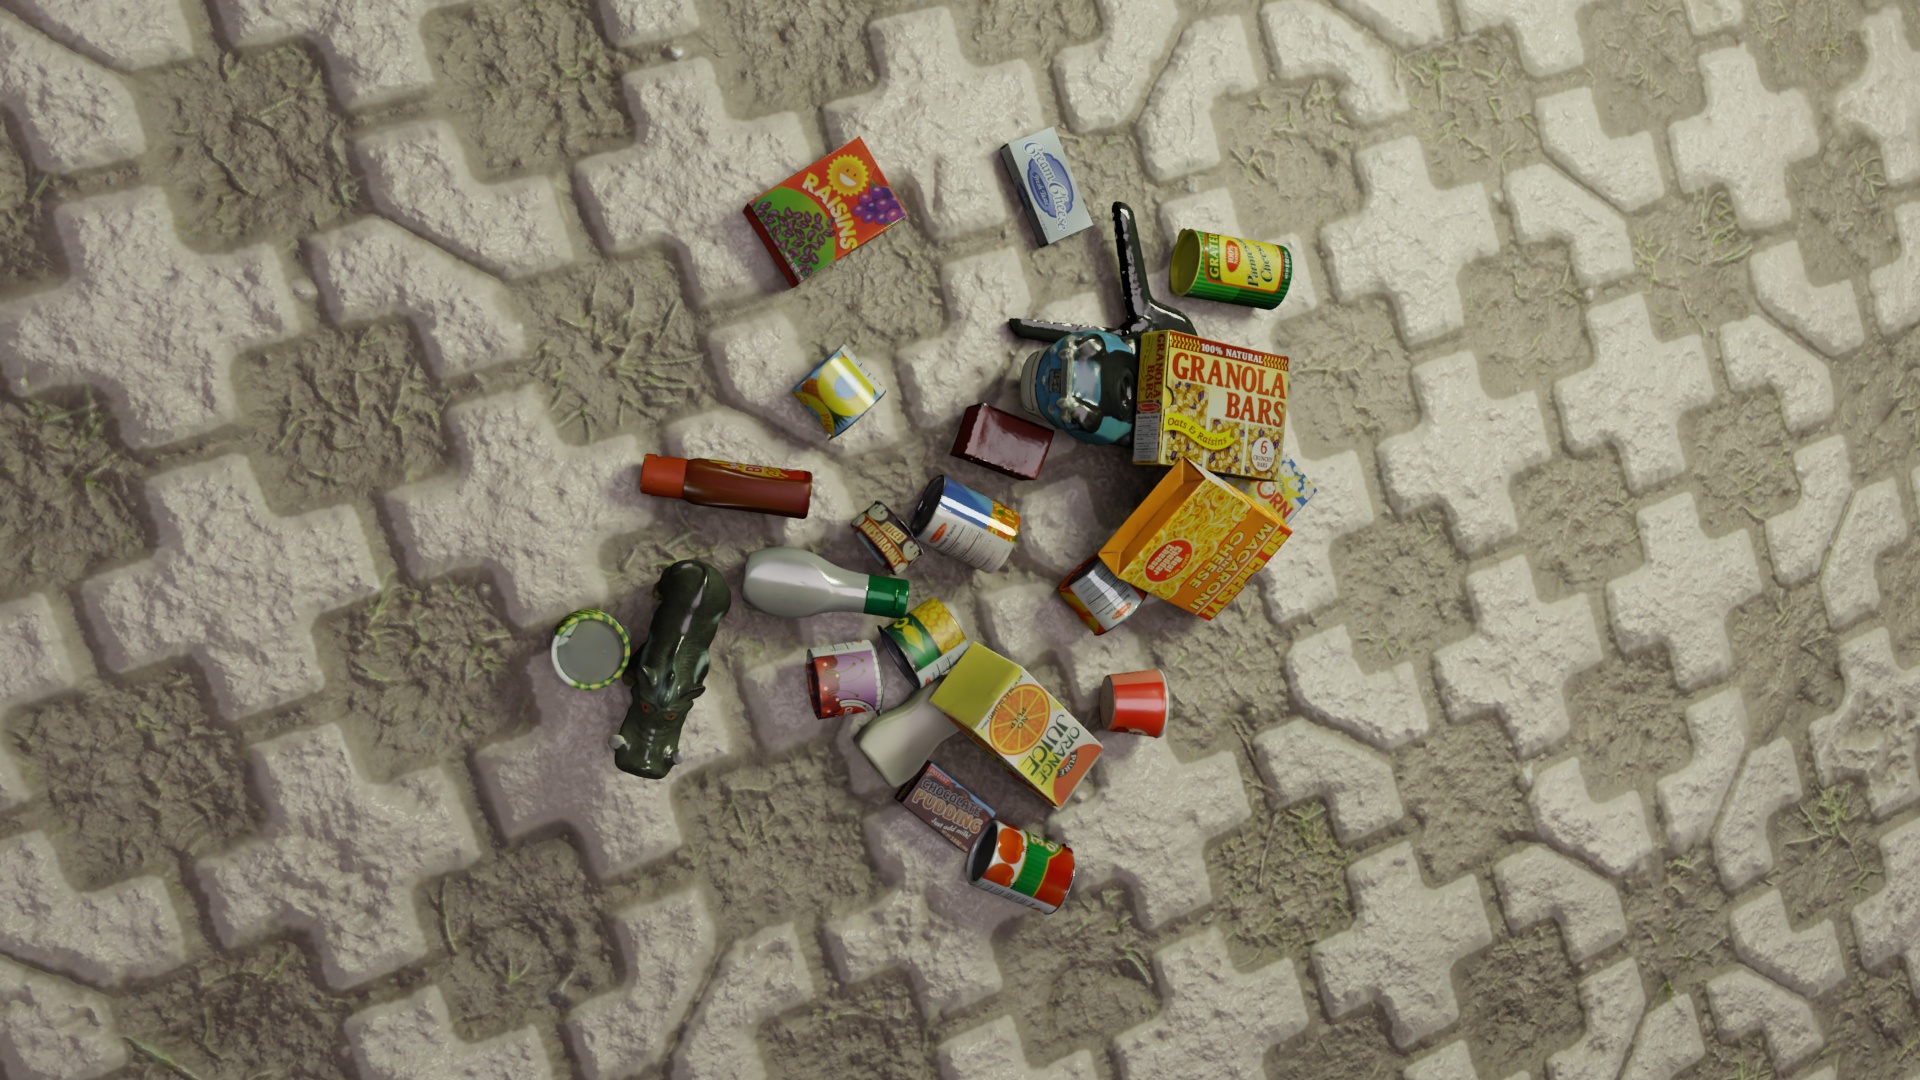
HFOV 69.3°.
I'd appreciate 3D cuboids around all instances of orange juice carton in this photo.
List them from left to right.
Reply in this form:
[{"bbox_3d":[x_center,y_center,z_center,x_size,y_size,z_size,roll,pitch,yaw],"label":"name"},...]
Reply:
[{"bbox_3d":[0.064,0.182,1.297,0.072,0.073,0.192,-52,128,-11],"label":"orange juice carton"}]

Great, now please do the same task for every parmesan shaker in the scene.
[{"bbox_3d":[0.268,-0.271,1.379,0.103,0.071,0.071,5,89,-17],"label":"parmesan shaker"}]

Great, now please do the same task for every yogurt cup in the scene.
[{"bbox_3d":[0.168,0.158,1.352,0.054,0.072,0.072,2,90,-9],"label":"yogurt cup"}]

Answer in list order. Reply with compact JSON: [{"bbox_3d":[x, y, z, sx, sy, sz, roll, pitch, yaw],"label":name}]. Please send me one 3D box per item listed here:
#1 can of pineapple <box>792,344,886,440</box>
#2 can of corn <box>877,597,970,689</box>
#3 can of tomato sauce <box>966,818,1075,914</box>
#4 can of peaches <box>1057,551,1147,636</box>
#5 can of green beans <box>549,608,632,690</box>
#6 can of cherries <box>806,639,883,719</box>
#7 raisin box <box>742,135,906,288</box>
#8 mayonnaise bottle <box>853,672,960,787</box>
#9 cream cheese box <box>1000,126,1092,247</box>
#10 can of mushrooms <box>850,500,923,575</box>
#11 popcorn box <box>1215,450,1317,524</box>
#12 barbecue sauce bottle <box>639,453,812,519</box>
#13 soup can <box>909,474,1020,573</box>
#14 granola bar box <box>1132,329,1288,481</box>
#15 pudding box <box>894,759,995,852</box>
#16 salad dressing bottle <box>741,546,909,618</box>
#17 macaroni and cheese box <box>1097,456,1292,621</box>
[{"bbox_3d":[-0.112,-0.135,1.262,0.071,0.071,0.058,-44,102,-12],"label":"can of pineapple"},{"bbox_3d":[-0.034,0.093,1.288,0.058,0.071,0.071,-33,100,-15],"label":"can of corn"},{"bbox_3d":[0.057,0.307,1.317,0.083,0.071,0.071,24,84,-15],"label":"can of tomato sauce"},{"bbox_3d":[0.136,0.049,1.339,0.071,0.071,0.058,-42,96,-12],"label":"can of peaches"},{"bbox_3d":[-0.321,0.094,1.204,0.071,0.058,0.071,0,91,-17],"label":"can of green beans"},{"bbox_3d":[-0.106,0.129,1.265,0.058,0.071,0.071,-7,93,-17],"label":"can of cherries"},{"bbox_3d":[-0.123,-0.300,1.272,0.124,0.040,0.086,-35,99,-15],"label":"raisin box"},{"bbox_3d":[-0.026,0.163,1.304,0.148,0.041,0.064,-39,103,-14],"label":"mayonnaise bottle"},{"bbox_3d":[0.083,-0.342,1.343,0.053,0.024,0.103,-26,98,-17],"label":"cream cheese box"},{"bbox_3d":[-0.068,-0.002,1.274,0.033,0.071,0.071,-40,101,-11],"label":"can of mushrooms"},{"bbox_3d":[0.288,-0.066,1.400,0.085,0.038,0.126,-45,102,-11],"label":"popcorn box"},{"bbox_3d":[-0.208,-0.049,1.238,0.149,0.065,0.043,7,97,-8],"label":"barbecue sauce bottle"},{"bbox_3d":[0.005,-0.016,1.301,0.084,0.071,0.071,26,83,-17],"label":"soup can"},{"bbox_3d":[0.240,-0.125,1.316,0.166,0.039,0.124,5,89,-36],"label":"granola bar box"},{"bbox_3d":[-0.014,0.250,1.313,0.083,0.030,0.050,41,79,-14],"label":"pudding box"},{"bbox_3d":[-0.122,0.043,1.258,0.148,0.044,0.064,9,101,-6],"label":"salad dressing bottle"},{"bbox_3d":[0.226,0.003,1.318,0.166,0.040,0.123,24,112,-45],"label":"macaroni and cheese box"}]
